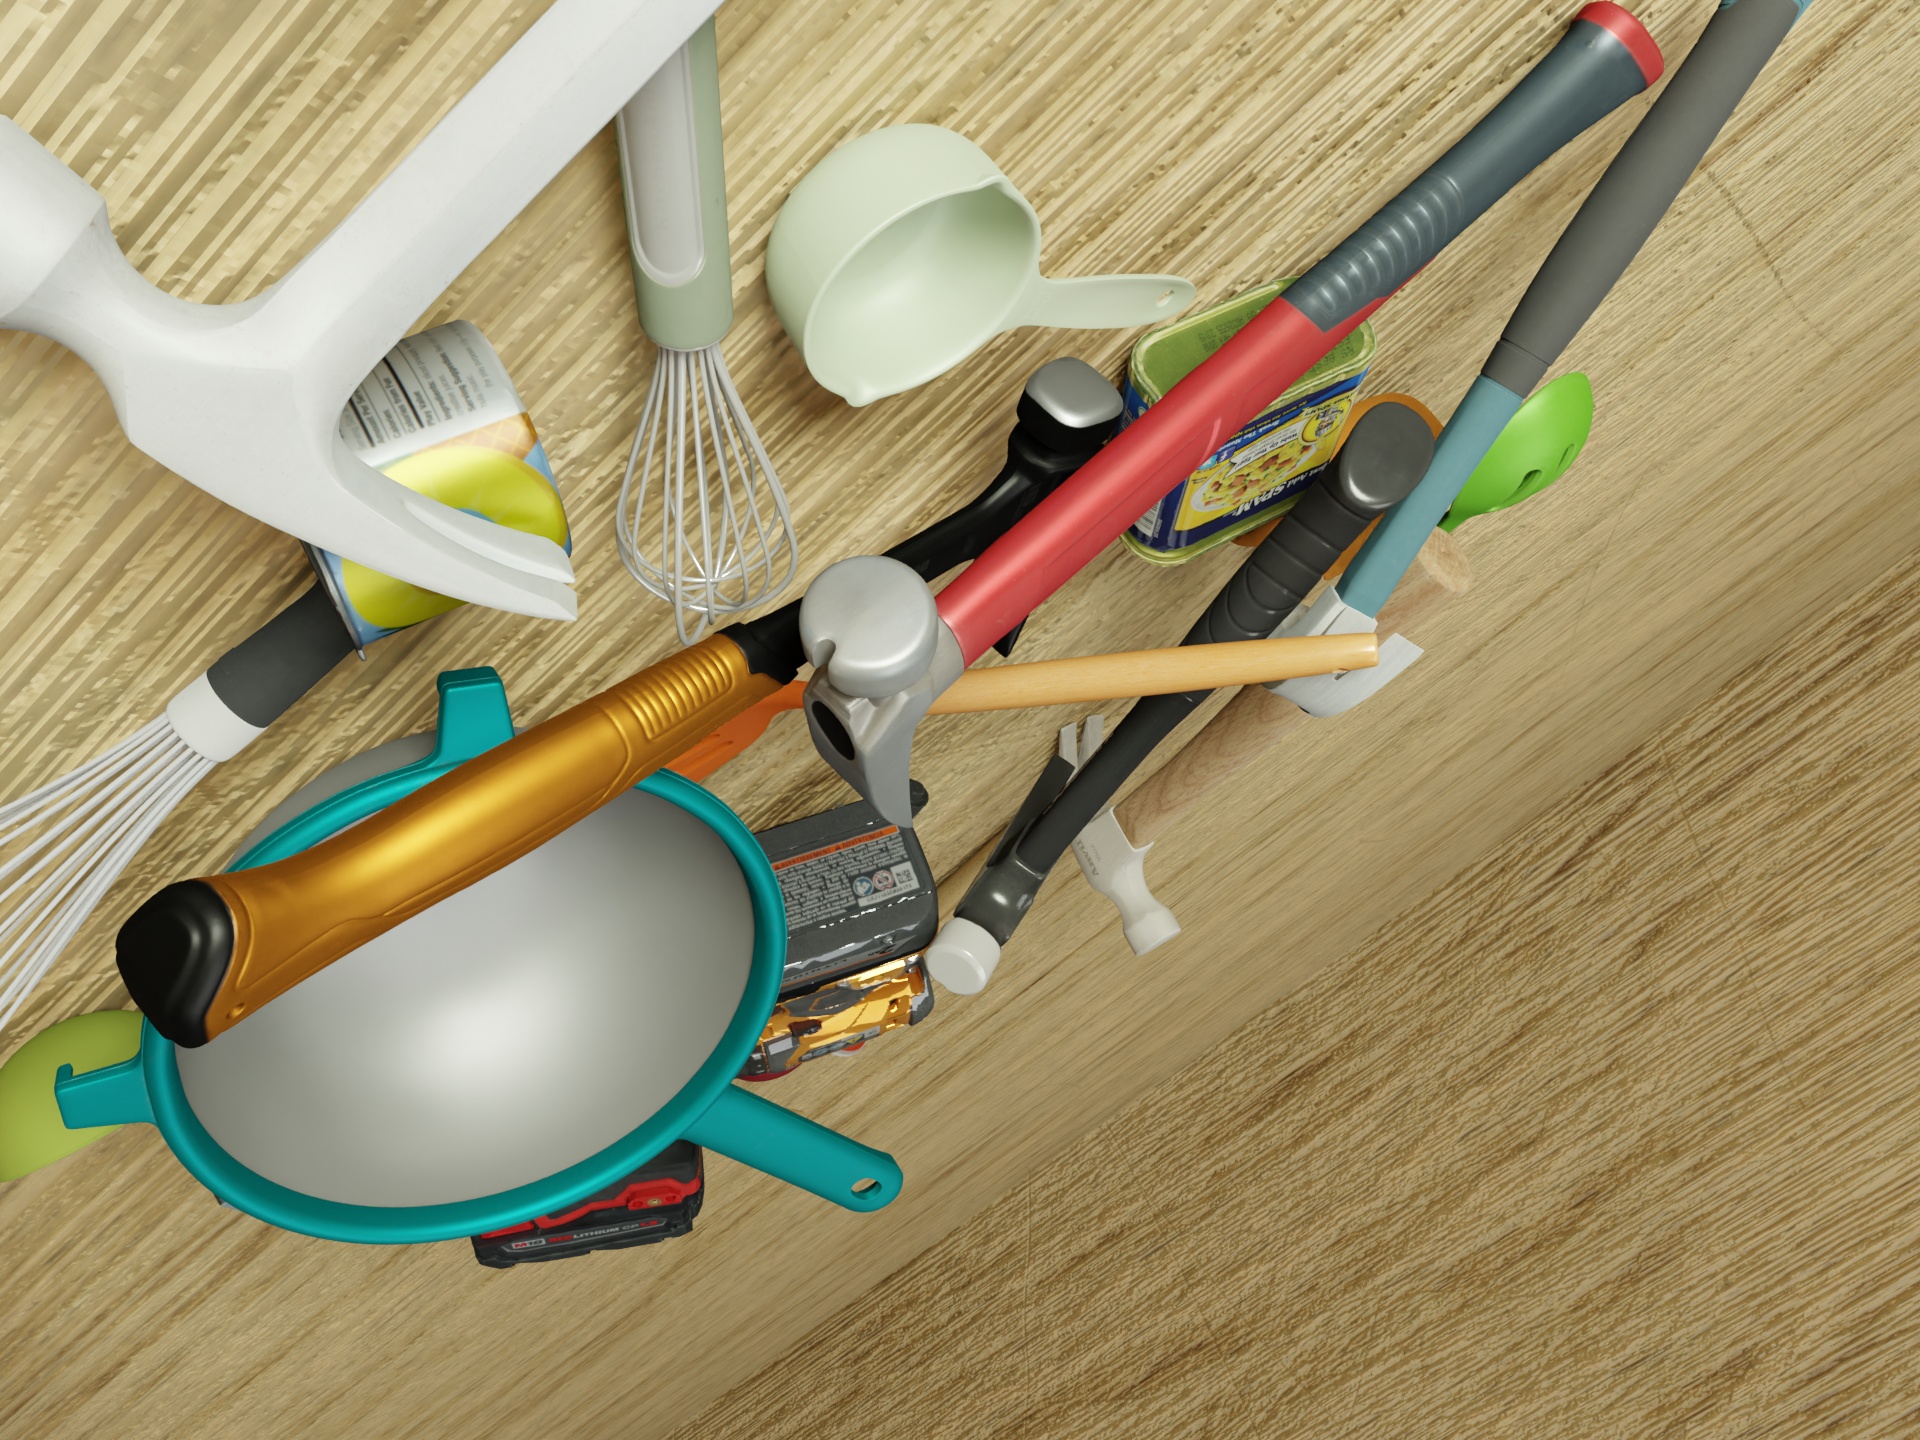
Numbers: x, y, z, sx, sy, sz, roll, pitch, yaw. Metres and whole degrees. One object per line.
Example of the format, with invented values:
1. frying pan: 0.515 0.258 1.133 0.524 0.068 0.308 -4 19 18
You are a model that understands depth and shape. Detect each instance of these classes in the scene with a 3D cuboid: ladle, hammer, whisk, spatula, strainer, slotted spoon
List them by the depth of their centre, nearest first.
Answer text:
1. hammer: -0.006 -0.182 0.299 0.405 0.035 0.143 -41 126 9
2. whisk: -0.073 -0.101 0.425 0.058 0.059 0.246 11 148 2
3. whisk: -0.233 0.019 0.447 0.284 0.070 0.070 -39 159 2
4. hammer: -0.080 -0.005 0.476 0.337 0.034 0.127 -33 159 -37
5. hammer: 0.101 -0.114 0.537 0.386 0.038 0.143 -42 163 -16
6. strainer: -0.140 0.108 0.609 0.211 0.095 0.340 -45 134 4
7. hammer: 0.216 -0.141 0.611 0.331 0.033 0.128 -59 -175 20
8. spatula: -0.001 -0.002 0.625 0.322 0.041 0.081 -6 165 15
9. ladle: -0.207 0.162 0.637 0.320 0.062 0.078 14 167 -30
10. hammer: 0.091 -0.010 0.691 0.334 0.035 0.146 -54 180 44
11. slotted spoon: 0.210 -0.070 0.784 0.070 0.031 0.313 -27 168 -24
12. hammer: 0.142 0.004 0.816 0.031 0.130 0.331 -19 161 -34
13. ladle: -0.049 0.154 1.053 0.315 0.031 0.069 -45 157 23

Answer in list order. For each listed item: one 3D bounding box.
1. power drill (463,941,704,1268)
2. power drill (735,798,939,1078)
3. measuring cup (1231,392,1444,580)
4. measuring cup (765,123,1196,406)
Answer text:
1. power drill: -0.192 0.161 0.727 0.143 0.079 0.219 -7 137 -8
2. power drill: -0.102 0.135 0.842 0.185 0.084 0.226 -17 156 -13
3. measuring cup: 0.165 -0.110 0.735 0.173 0.052 0.095 -12 154 -44
4. measuring cup: 0.012 -0.138 0.478 0.167 0.038 0.083 -14 152 -45
